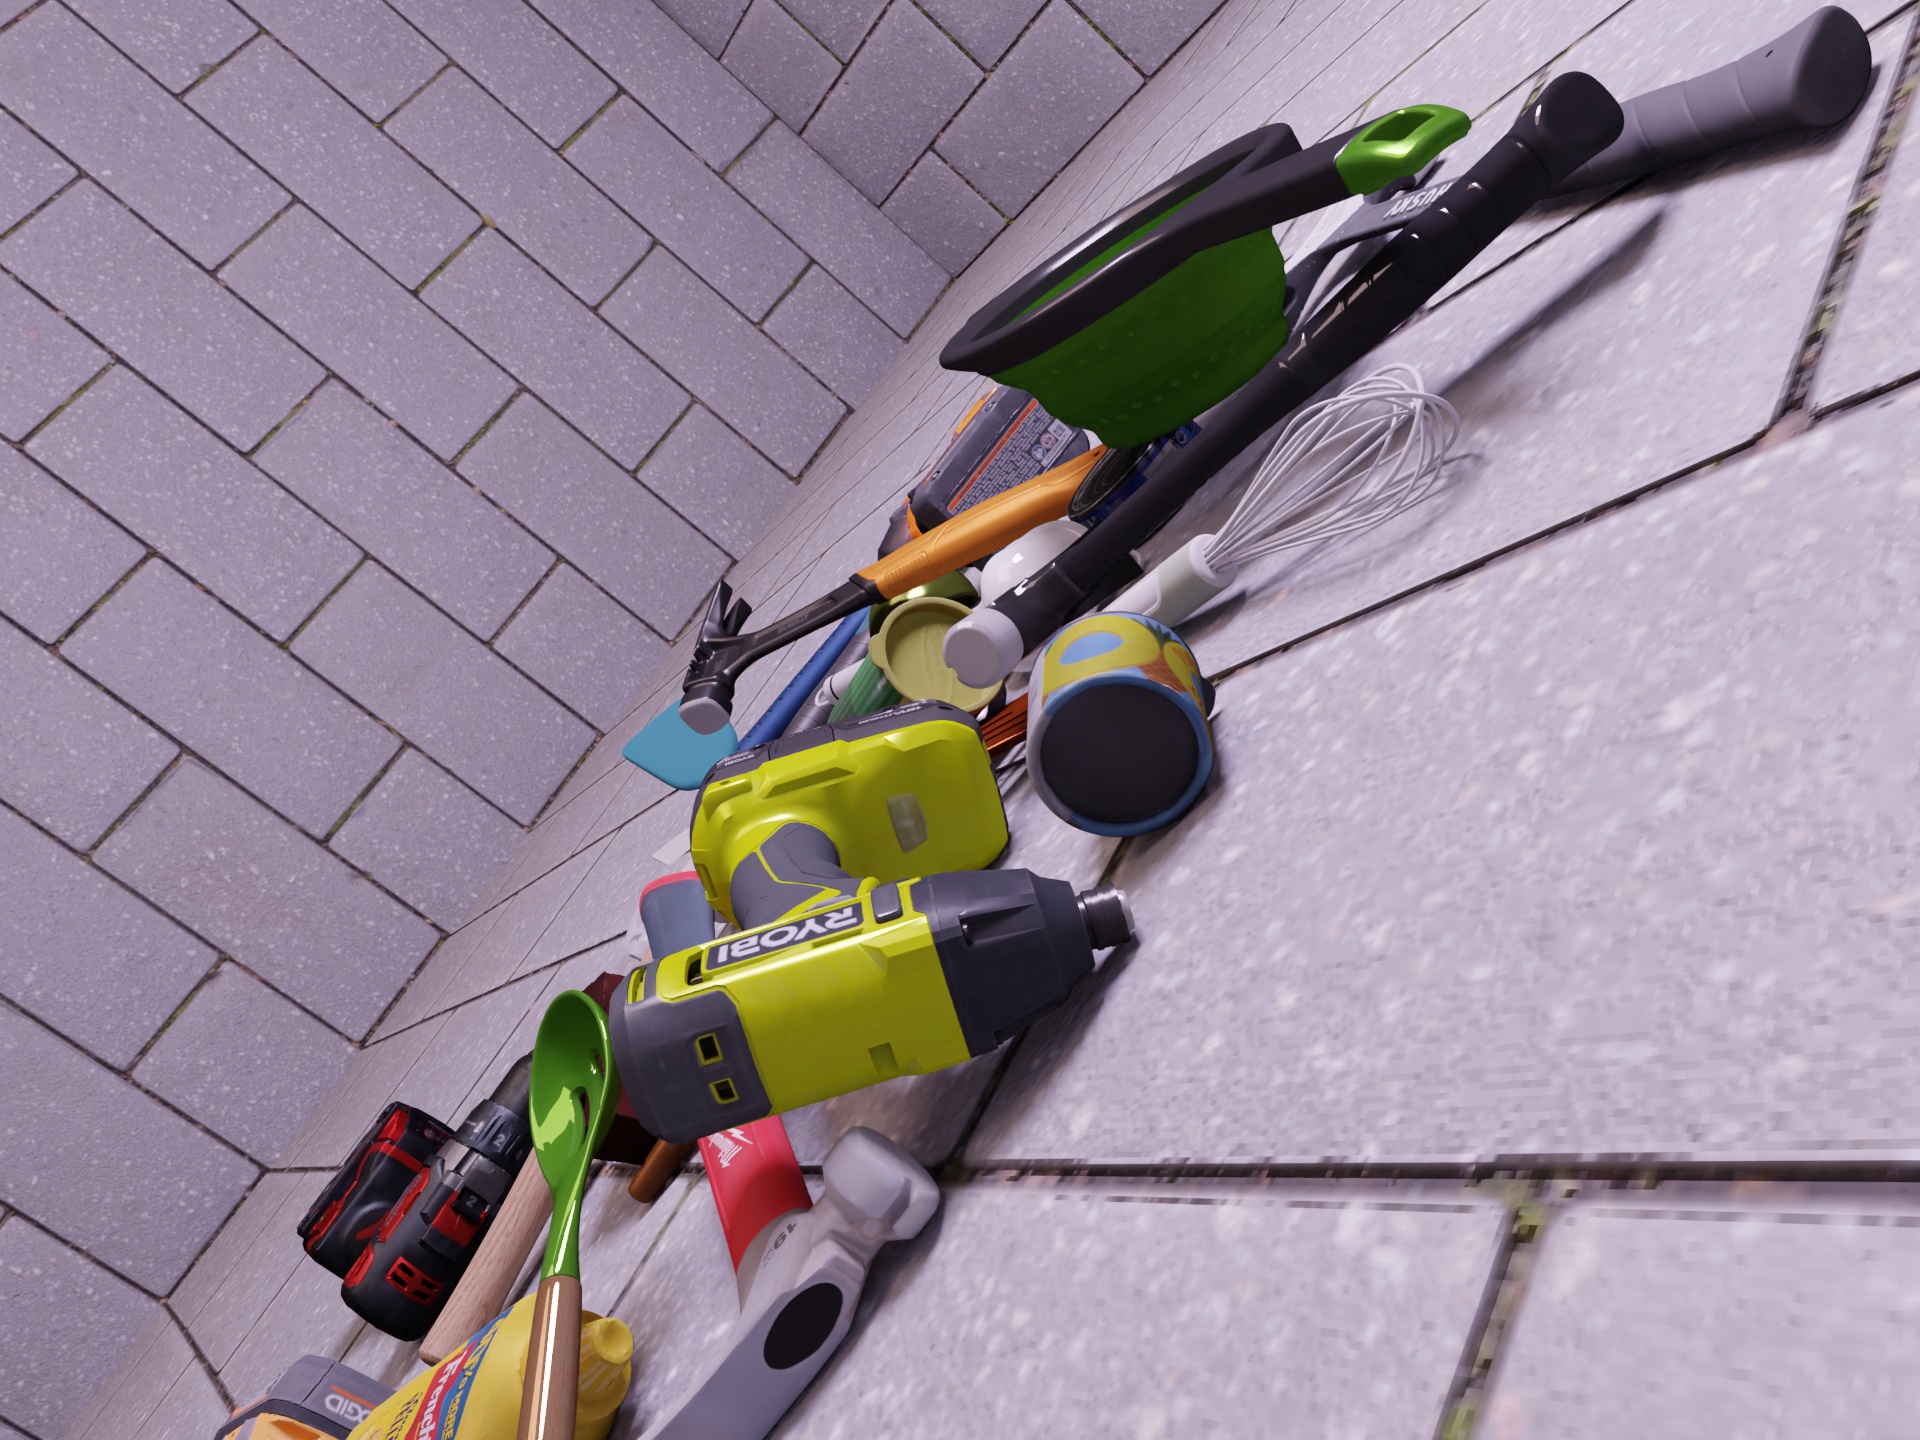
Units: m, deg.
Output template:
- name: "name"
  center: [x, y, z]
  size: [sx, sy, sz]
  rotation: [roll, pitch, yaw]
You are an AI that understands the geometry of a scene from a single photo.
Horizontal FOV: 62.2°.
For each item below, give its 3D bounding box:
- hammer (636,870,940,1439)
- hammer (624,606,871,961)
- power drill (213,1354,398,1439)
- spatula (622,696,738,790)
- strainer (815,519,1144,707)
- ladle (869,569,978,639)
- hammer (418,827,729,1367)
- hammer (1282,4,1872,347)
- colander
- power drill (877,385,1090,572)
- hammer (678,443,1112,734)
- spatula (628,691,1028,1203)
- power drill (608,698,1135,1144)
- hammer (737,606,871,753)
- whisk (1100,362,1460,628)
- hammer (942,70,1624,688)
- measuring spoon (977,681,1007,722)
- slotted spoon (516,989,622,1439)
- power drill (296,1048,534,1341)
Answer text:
- name: "hammer"
  center: [-0.112, 0.156, 0.670]
  size: [0.143, 0.038, 0.386]
  rotation: [-51, 21, 0]
- name: "hammer"
  center: [-0.135, 0.042, 1.152]
  size: [0.331, 0.033, 0.128]
  rotation: [-56, 16, -25]
- name: "power drill"
  center: [-0.345, 0.425, 0.716]
  size: [0.185, 0.084, 0.226]
  rotation: [-41, 21, 38]
- name: "spatula"
  center: [-0.153, 0.044, 1.067]
  size: [0.082, 0.044, 0.318]
  rotation: [-40, 24, -10]
- name: "strainer"
  center: [-0.007, -0.049, 0.887]
  size: [0.258, 0.050, 0.087]
  rotation: [-25, 54, 45]
- name: "ladle"
  center: [-0.054, 0.015, 0.973]
  size: [0.078, 0.062, 0.320]
  rotation: [-32, 29, 40]
- name: "hammer"
  center: [-0.201, 0.197, 0.884]
  size: [0.130, 0.031, 0.331]
  rotation: [97, -165, -58]
- name: "hammer"
  center: [0.239, -0.237, 0.700]
  size: [0.149, 0.036, 0.409]
  rotation: [-51, 14, 1]
- name: "colander"
  center: [0.121, -0.193, 0.727]
  size: [0.204, 0.094, 0.397]
  rotation: [-38, 16, -9]
- name: "power drill"
  center: [0.001, -0.153, 1.146]
  size: [0.164, 0.084, 0.226]
  rotation: [-52, 10, -5]
- name: "hammer"
  center: [-0.037, -0.098, 1.005]
  size: [0.337, 0.034, 0.127]
  rotation: [-23, 38, 27]
- name: "spatula"
  center: [-0.053, 0.101, 0.760]
  size: [0.322, 0.041, 0.081]
  rotation: [-54, 12, 0]
- name: "power drill"
  center: [-0.034, 0.066, 0.605]
  size: [0.171, 0.080, 0.223]
  rotation: [-17, 17, -1]
- name: "hammer"
  center: [-0.063, -0.110, 1.315]
  size: [0.405, 0.035, 0.144]
  rotation: [-52, 14, -8]
- name: "whisk"
  center: [0.108, -0.069, 0.652]
  size: [0.246, 0.059, 0.058]
  rotation: [-38, 48, 54]
- name: "hammer"
  center: [0.130, -0.135, 0.668]
  size: [0.334, 0.035, 0.146]
  rotation: [-42, -2, 35]
- name: "measuring spoon"
  center: [-0.001, -0.003, 0.882]
  size: [0.124, 0.018, 0.034]
  rotation: [146, 118, -64]
- name: "slotted spoon"
  center: [-0.142, 0.221, 0.552]
  size: [0.070, 0.031, 0.314]
  rotation: [-53, 28, 28]
- name: "power drill"
  center: [-0.336, 0.295, 1.032]
  size: [0.227, 0.080, 0.188]
  rotation: [-21, 32, 58]
